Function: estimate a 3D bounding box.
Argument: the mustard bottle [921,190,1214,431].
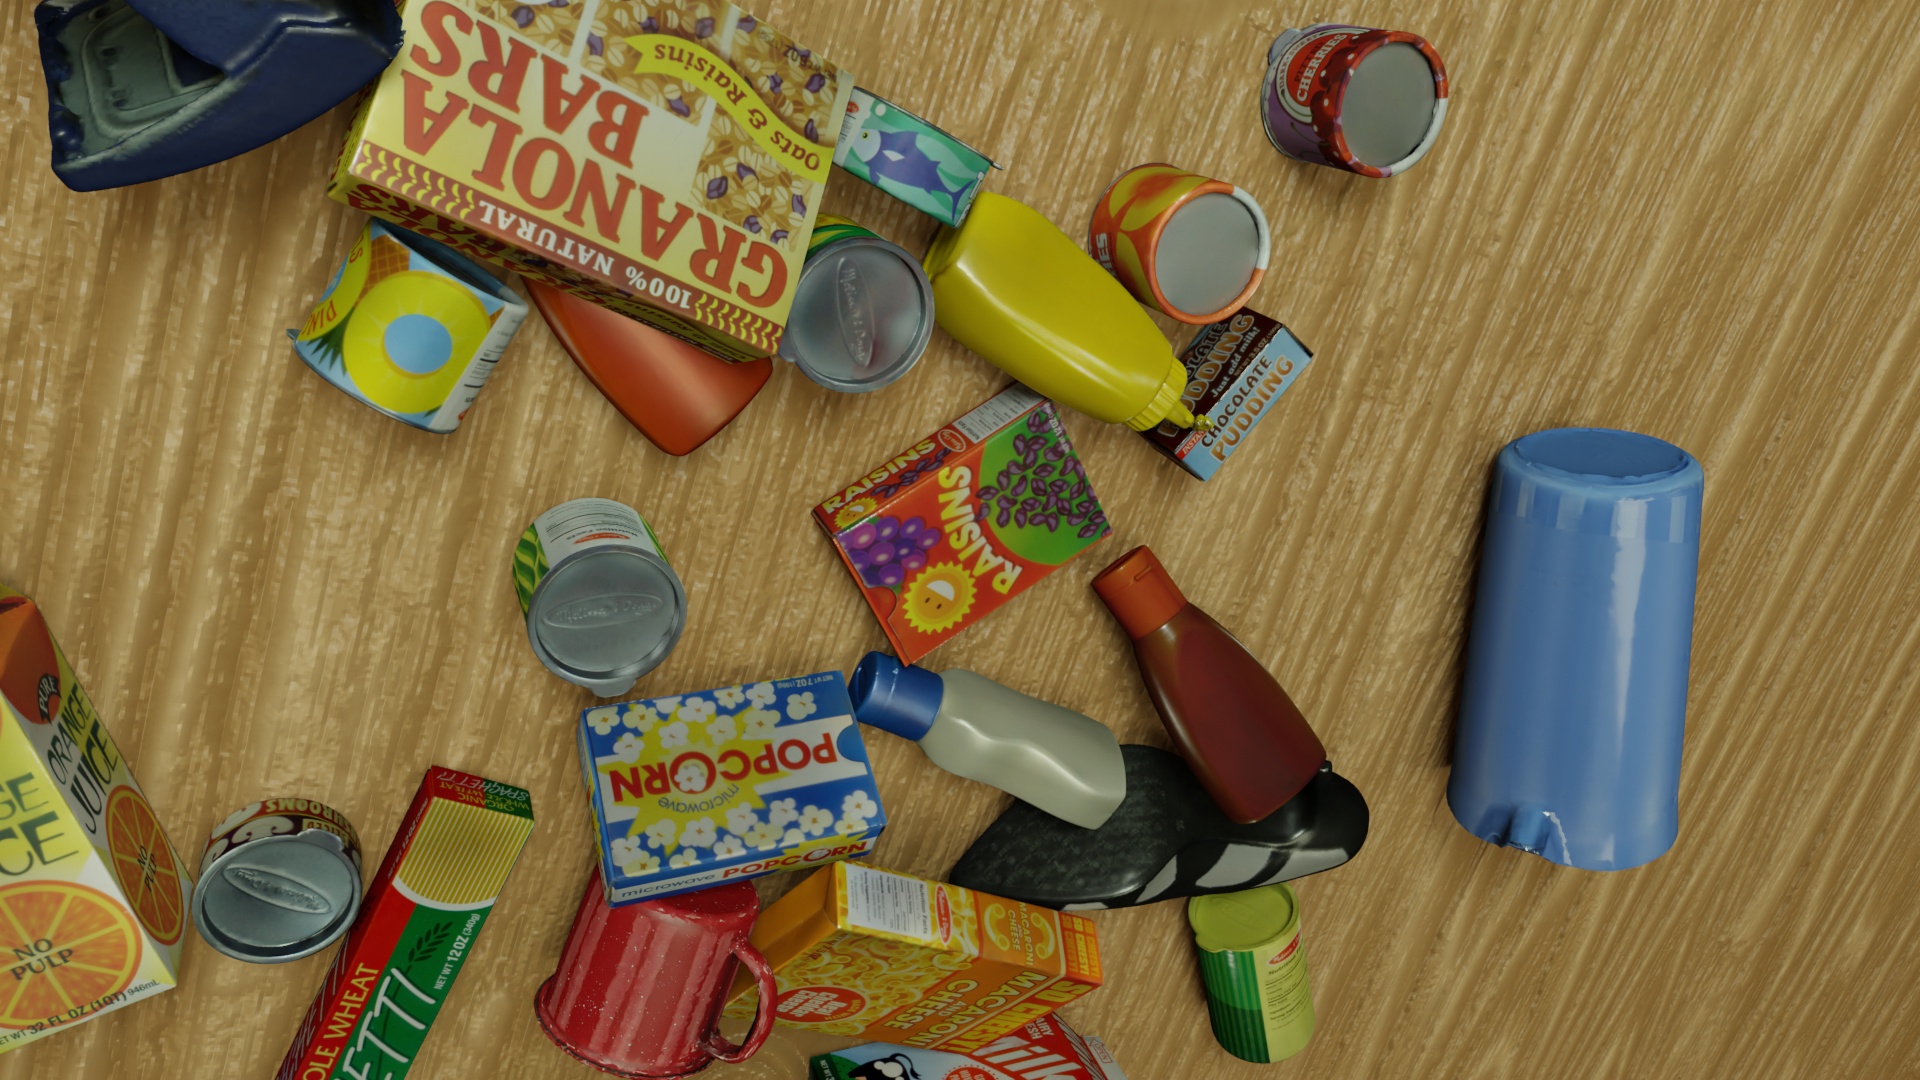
[{"bbox_3d":[0.055,-0.091,0.637,0.160,0.048,0.065,34,61,-22],"label":"mustard bottle"}]

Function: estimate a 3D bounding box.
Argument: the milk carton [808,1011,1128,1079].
[{"bbox_3d":[0.012,0.332,0.810,0.191,0.072,0.073,-5,115,-22],"label":"milk carton"}]

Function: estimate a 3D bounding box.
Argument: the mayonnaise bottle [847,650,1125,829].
[{"bbox_3d":[0.014,0.099,0.714,0.148,0.065,0.041,24,117,-20],"label":"mayonnaise bottle"}]

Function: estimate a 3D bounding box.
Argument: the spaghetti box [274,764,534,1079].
[{"bbox_3d":[-0.277,0.222,0.656,0.050,0.029,0.249,23,101,-30],"label":"spaghetti box"}]

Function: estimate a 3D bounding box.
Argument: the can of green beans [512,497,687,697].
[{"bbox_3d":[-0.158,0.021,0.604,0.071,0.058,0.071,-10,116,-21],"label":"can of green beans"}]

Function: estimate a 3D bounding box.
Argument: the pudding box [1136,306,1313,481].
[{"bbox_3d":[0.129,-0.076,0.697,0.083,0.050,0.030,-49,124,3],"label":"pudding box"}]

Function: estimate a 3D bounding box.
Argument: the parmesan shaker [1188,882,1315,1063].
[{"bbox_3d":[0.179,0.265,0.859,0.071,0.071,0.102,-22,120,-14],"label":"parmesan shaker"}]

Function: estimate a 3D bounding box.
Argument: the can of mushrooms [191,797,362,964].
[{"bbox_3d":[-0.297,0.147,0.611,0.071,0.033,0.070,-9,115,-20],"label":"can of mushrooms"}]

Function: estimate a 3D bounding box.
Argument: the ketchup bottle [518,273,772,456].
[{"bbox_3d":[-0.144,-0.104,0.563,0.065,0.043,0.148,-45,122,-7],"label":"ketchup bottle"}]

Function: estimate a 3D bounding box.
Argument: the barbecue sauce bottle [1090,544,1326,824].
[{"bbox_3d":[0.125,0.072,0.727,0.065,0.043,0.148,-36,92,-20],"label":"barbecue sauce bottle"}]

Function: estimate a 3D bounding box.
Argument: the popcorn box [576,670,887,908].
[{"bbox_3d":[-0.108,0.114,0.648,0.127,0.085,0.038,-7,147,-22],"label":"popcorn box"}]

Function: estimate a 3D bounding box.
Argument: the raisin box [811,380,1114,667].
[{"bbox_3d":[0.002,-0.008,0.675,0.123,0.040,0.085,-32,122,-8],"label":"raisin box"}]

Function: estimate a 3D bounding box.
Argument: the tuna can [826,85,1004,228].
[{"bbox_3d":[-0.020,-0.159,0.582,0.071,0.071,0.032,21,104,-30],"label":"tuna can"}]

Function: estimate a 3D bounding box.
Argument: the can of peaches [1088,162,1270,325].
[{"bbox_3d":[0.101,-0.138,0.651,0.071,0.058,0.071,-10,116,-21],"label":"can of peaches"}]

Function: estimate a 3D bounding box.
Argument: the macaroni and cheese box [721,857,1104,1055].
[{"bbox_3d":[-0.028,0.223,0.730,0.166,0.040,0.123,22,134,-31],"label":"macaroni and cheese box"}]

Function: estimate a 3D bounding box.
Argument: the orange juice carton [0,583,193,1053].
[{"bbox_3d":[-0.373,0.094,0.529,0.072,0.073,0.191,-20,118,-15],"label":"orange juice carton"}]

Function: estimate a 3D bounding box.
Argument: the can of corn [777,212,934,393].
[{"bbox_3d":[-0.055,-0.102,0.596,0.071,0.058,0.071,-10,116,-20],"label":"can of corn"}]

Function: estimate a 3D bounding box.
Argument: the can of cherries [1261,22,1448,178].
[{"bbox_3d":[0.185,-0.210,0.657,0.072,0.058,0.071,-10,116,-21],"label":"can of cherries"}]

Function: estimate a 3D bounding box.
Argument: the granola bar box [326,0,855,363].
[{"bbox_3d":[-0.130,-0.153,0.517,0.165,0.039,0.124,21,79,-36],"label":"granola bar box"}]

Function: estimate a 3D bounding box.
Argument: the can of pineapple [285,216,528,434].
[{"bbox_3d":[-0.210,-0.083,0.530,0.071,0.071,0.058,30,97,-32],"label":"can of pineapple"}]
